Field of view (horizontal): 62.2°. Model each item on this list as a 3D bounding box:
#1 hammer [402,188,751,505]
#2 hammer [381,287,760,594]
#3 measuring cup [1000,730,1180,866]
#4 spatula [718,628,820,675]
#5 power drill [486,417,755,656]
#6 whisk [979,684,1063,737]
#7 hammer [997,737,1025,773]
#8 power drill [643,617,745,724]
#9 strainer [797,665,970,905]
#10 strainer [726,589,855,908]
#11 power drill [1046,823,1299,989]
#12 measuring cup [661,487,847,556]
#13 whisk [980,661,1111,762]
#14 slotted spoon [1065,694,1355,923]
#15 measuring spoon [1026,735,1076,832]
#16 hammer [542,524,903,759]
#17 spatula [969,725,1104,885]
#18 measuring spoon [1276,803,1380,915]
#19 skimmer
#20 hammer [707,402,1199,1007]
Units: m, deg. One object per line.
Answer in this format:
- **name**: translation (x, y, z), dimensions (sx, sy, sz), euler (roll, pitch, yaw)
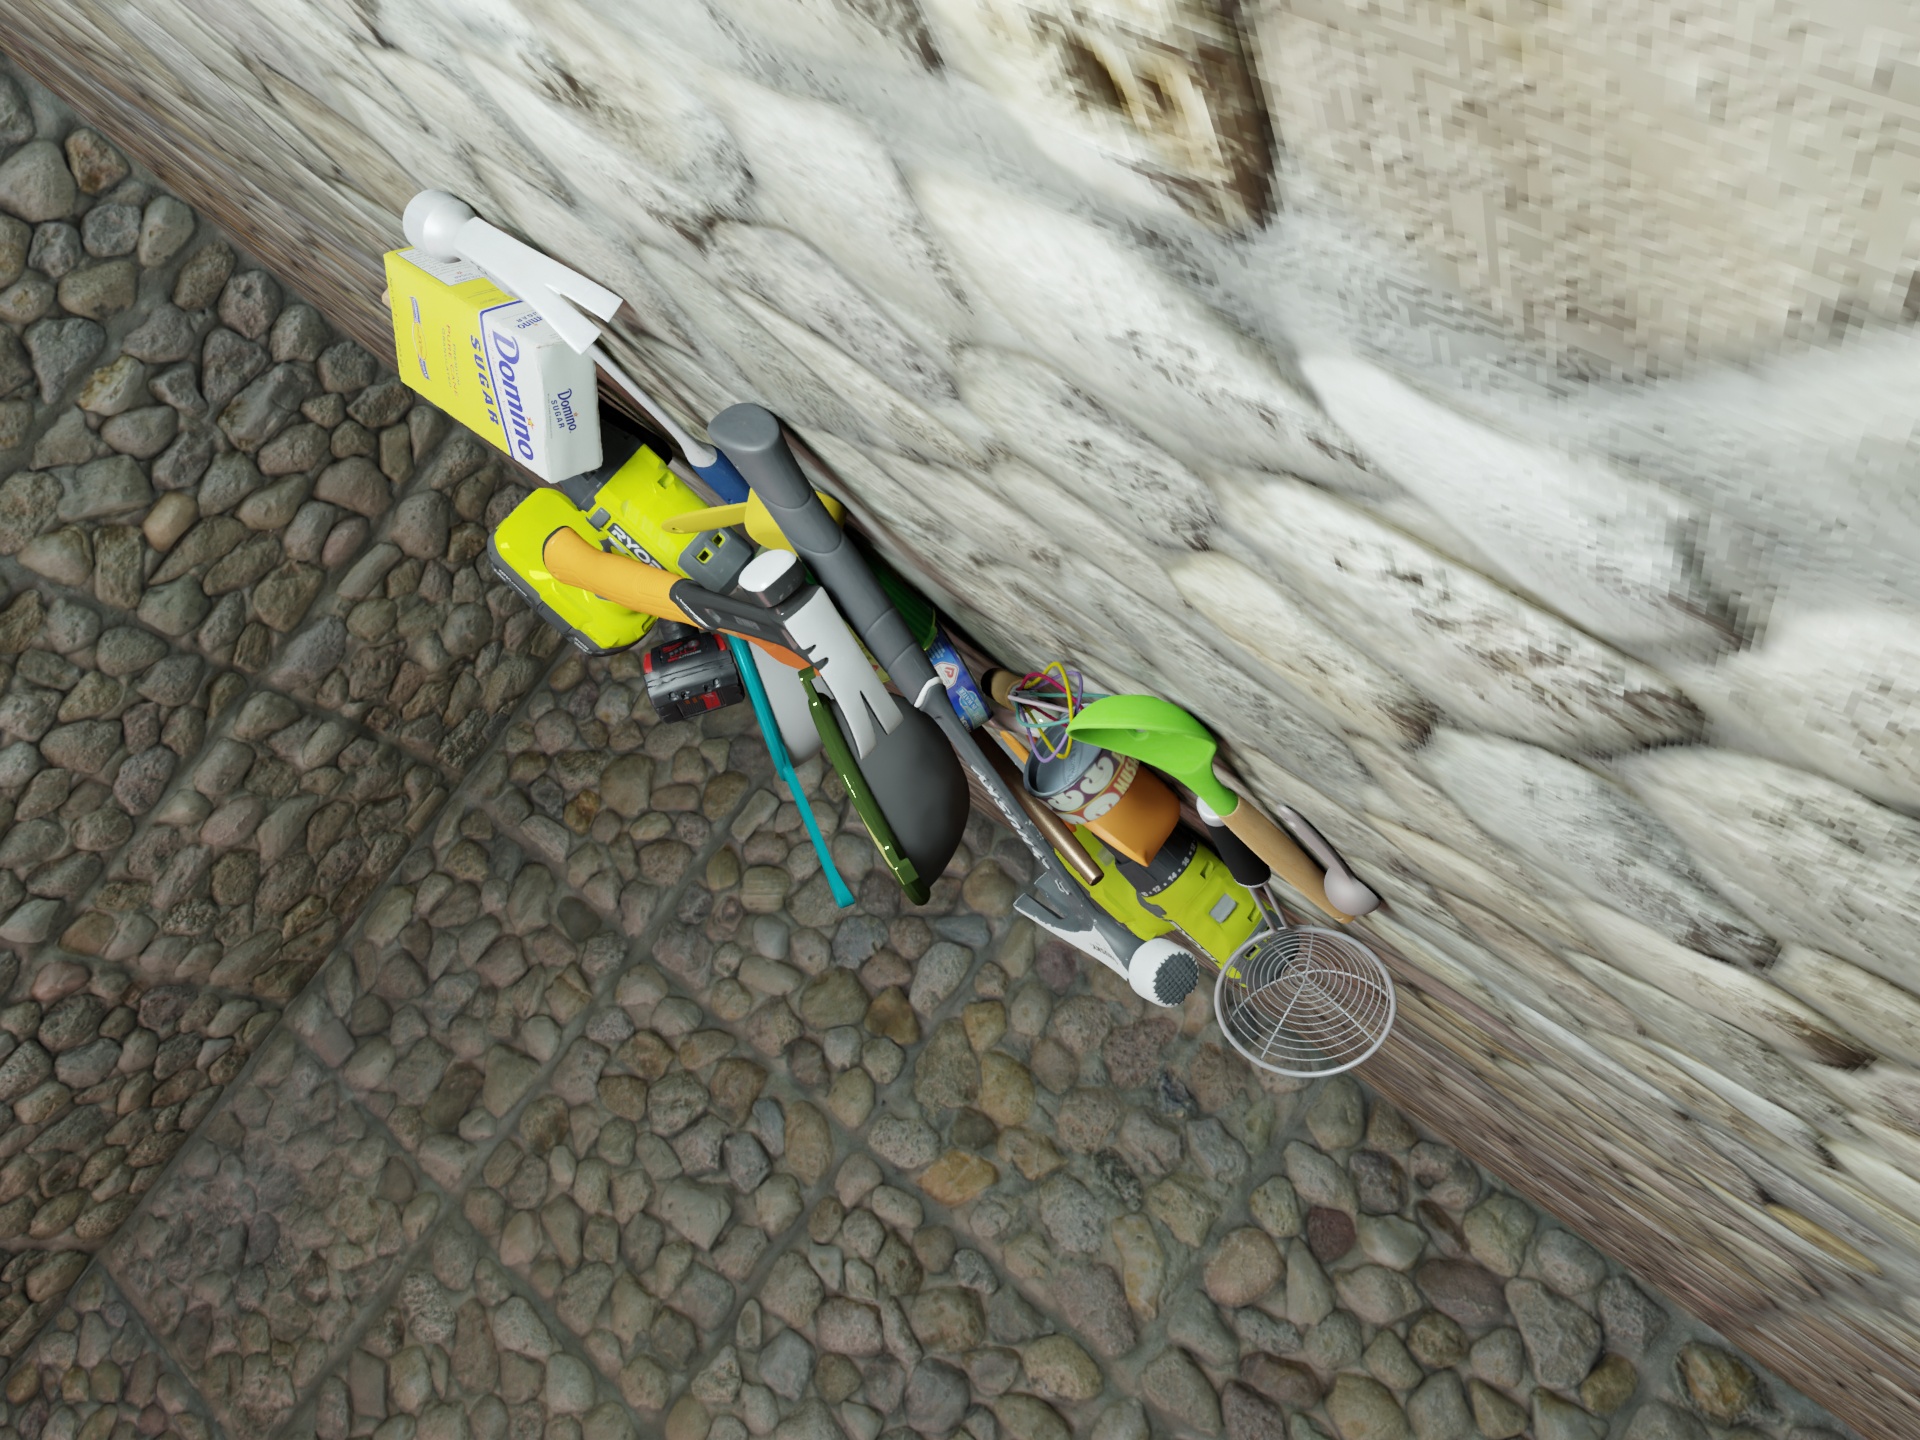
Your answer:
- **hammer**: translation (-0.159, -0.163, 0.960), dimensions (0.144, 0.035, 0.405), euler (34, 175, 32)
- **hammer**: translation (-0.264, -0.202, 1.138), dimensions (0.331, 0.031, 0.130), euler (38, 157, -23)
- **measuring cup**: translation (0.083, 0.032, 1.032), dimensions (0.095, 0.052, 0.173), euler (33, 172, 43)
- **spatula**: translation (-0.173, -0.082, 1.212), dimensions (0.323, 0.041, 0.080), euler (22, 161, 43)
- **power drill**: translation (-0.255, -0.133, 1.137), dimensions (0.171, 0.080, 0.223), euler (43, 153, -14)
- **whisk**: translation (0.018, -0.008, 1.161), dimensions (0.057, 0.059, 0.246), euler (66, 164, -12)
- **hammer**: translation (0.123, 0.103, 1.578), dimensions (0.128, 0.033, 0.330), euler (36, 176, 23)
- **power drill**: translation (-0.261, -0.124, 1.388), dimensions (0.188, 0.080, 0.227), euler (113, 139, -79)
- **strainer**: translation (-0.025, 0.051, 1.054), dimensions (0.152, 0.069, 0.256), euler (62, -179, 19)
- **strainer**: translation (-0.130, -0.002, 1.416), dimensions (0.211, 0.095, 0.341), euler (91, 156, -70)
- **power drill**: translation (0.150, 0.119, 1.266), dimensions (0.190, 0.080, 0.228), euler (42, 172, -12)
- **measuring cup**: translation (-0.131, -0.111, 0.941), dimensions (0.156, 0.029, 0.062), euler (-2, 161, 44)
- **whisk**: translation (0.043, -0.017, 0.957), dimensions (0.047, 0.051, 0.245), euler (59, 176, -10)
- **slotted spoon**: translation (0.152, 0.054, 0.859), dimensions (0.070, 0.031, 0.313), euler (-1, 155, 36)
- **measuring spoon**: translation (0.060, 0.036, 1.191), dimensions (0.116, 0.011, 0.021), euler (65, 172, -18)
- **hammer**: translation (-0.163, -0.068, 0.954), dimensions (0.337, 0.034, 0.127), euler (20, 149, 50)
- **spatula**: translation (-0.002, -0.004, 1.119), dimensions (0.316, 0.018, 0.059), euler (50, 179, 25)
- **measuring spoon**: translation (0.193, 0.078, 0.857), dimensions (0.034, 0.018, 0.124), euler (33, 173, 44)
- **skimmer**: translation (0.204, 0.146, 1.027), dimensions (0.127, 0.090, 0.362), euler (-11, 152, 16)
- **hammer**: translation (-0.009, -0.003, 0.880), dimensions (0.408, 0.036, 0.149), euler (55, 164, -26)
